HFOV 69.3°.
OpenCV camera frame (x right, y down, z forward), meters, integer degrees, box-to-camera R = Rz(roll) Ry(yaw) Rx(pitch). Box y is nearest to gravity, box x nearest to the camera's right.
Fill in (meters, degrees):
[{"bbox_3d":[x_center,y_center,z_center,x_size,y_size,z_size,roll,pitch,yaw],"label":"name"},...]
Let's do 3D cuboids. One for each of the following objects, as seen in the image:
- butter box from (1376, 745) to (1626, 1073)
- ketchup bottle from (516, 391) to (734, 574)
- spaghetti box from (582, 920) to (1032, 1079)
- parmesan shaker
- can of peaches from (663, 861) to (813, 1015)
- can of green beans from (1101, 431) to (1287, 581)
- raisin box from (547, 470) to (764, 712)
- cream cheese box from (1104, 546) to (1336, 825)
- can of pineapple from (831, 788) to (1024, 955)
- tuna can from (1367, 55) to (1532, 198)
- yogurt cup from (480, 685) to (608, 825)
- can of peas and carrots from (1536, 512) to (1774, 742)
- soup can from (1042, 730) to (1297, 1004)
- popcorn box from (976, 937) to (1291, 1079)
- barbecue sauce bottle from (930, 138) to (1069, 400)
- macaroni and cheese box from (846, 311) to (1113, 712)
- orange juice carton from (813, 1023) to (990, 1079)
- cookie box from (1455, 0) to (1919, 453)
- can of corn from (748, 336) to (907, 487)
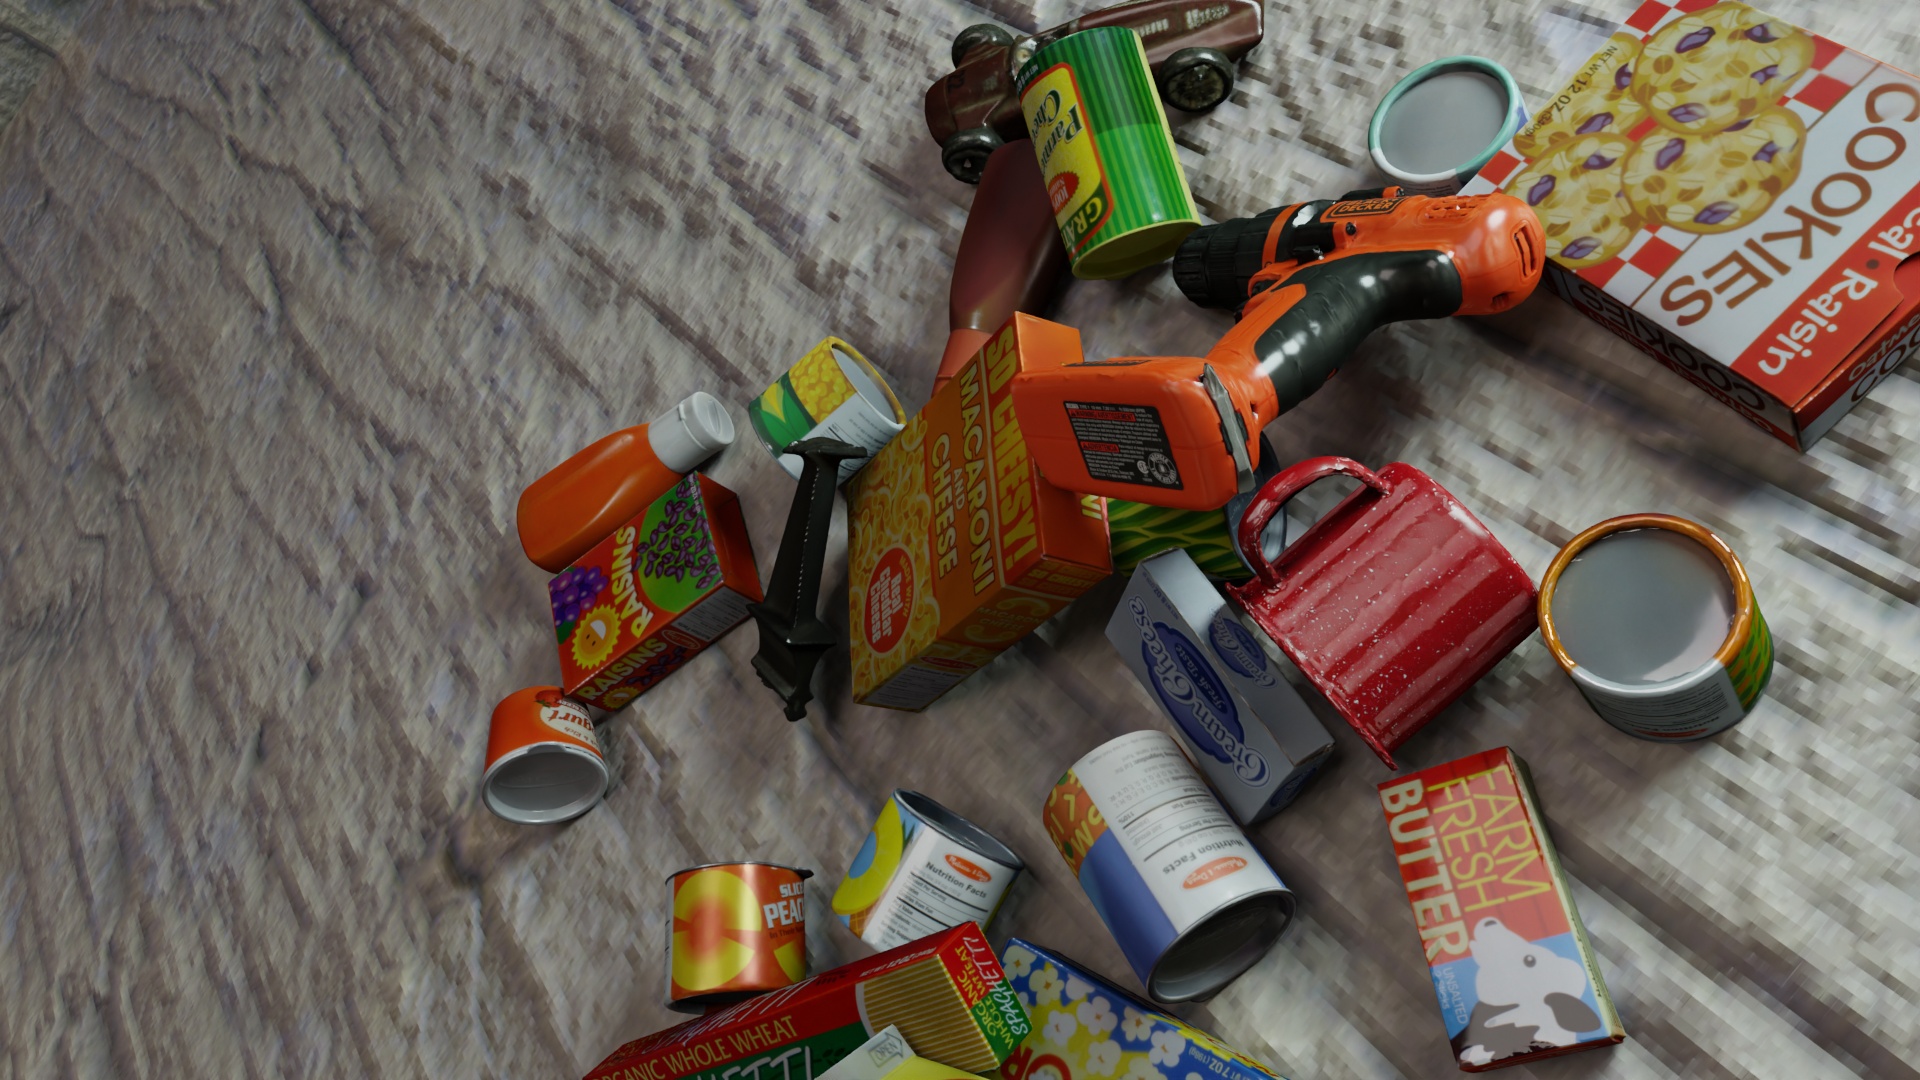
[{"bbox_3d":[0.188,0.129,0.491,0.053,0.024,0.104,-24,56,25],"label":"butter box"},{"bbox_3d":[-0.206,-0.039,0.850,0.148,0.043,0.065,-30,55,21],"label":"ketchup bottle"},{"bbox_3d":[-0.076,0.221,0.596,0.249,0.029,0.050,-30,87,35],"label":"spaghetti box"},{"bbox_3d":[0.071,-0.188,0.682,0.071,0.071,0.103,-21,81,28],"label":"parmesan shaker"},{"bbox_3d":[-0.103,0.187,0.651,0.071,0.071,0.058,-21,58,28],"label":"can of peaches"},{"bbox_3d":[0.101,-0.014,0.598,0.057,0.071,0.071,-8,64,35],"label":"can of green beans"},{"bbox_3d":[-0.177,0.030,0.799,0.123,0.040,0.086,-34,53,17],"label":"raisin box"},{"bbox_3d":[0.102,0.058,0.559,0.104,0.024,0.053,55,150,27],"label":"cream cheese box"},{"bbox_3d":[-0.015,0.149,0.605,0.071,0.071,0.058,28,87,41],"label":"can of pineapple"},{"bbox_3d":[0.218,-0.180,0.613,0.071,0.033,0.071,-16,60,30],"label":"tuna can"},{"bbox_3d":[-0.236,0.119,0.784,0.072,0.072,0.054,-39,43,16],"label":"yogurt cup"},{"bbox_3d":[0.239,0.028,0.480,0.071,0.058,0.071,-16,60,30],"label":"can of peas and carrots"},{"bbox_3d":[0.080,0.128,0.546,0.071,0.071,0.084,-45,49,11],"label":"soup can"},{"bbox_3d":[0.057,0.220,0.535,0.127,0.038,0.085,17,78,41],"label":"popcorn box"},{"bbox_3d":[0.023,-0.136,0.730,0.065,0.043,0.149,5,72,43],"label":"barbecue sauce bottle"},{"bbox_3d":[0.002,-0.008,0.642,0.165,0.040,0.124,-40,46,48],"label":"macaroni and cheese box"},{"bbox_3d":[0.005,0.267,0.479,0.073,0.072,0.193,-36,75,24],"label":"orange juice carton"},{"bbox_3d":[0.294,-0.129,0.528,0.123,0.040,0.168,-46,49,9],"label":"cookie box"},{"bbox_3d":[-0.072,-0.069,0.751,0.058,0.071,0.071,-39,51,15],"label":"can of corn"}]
